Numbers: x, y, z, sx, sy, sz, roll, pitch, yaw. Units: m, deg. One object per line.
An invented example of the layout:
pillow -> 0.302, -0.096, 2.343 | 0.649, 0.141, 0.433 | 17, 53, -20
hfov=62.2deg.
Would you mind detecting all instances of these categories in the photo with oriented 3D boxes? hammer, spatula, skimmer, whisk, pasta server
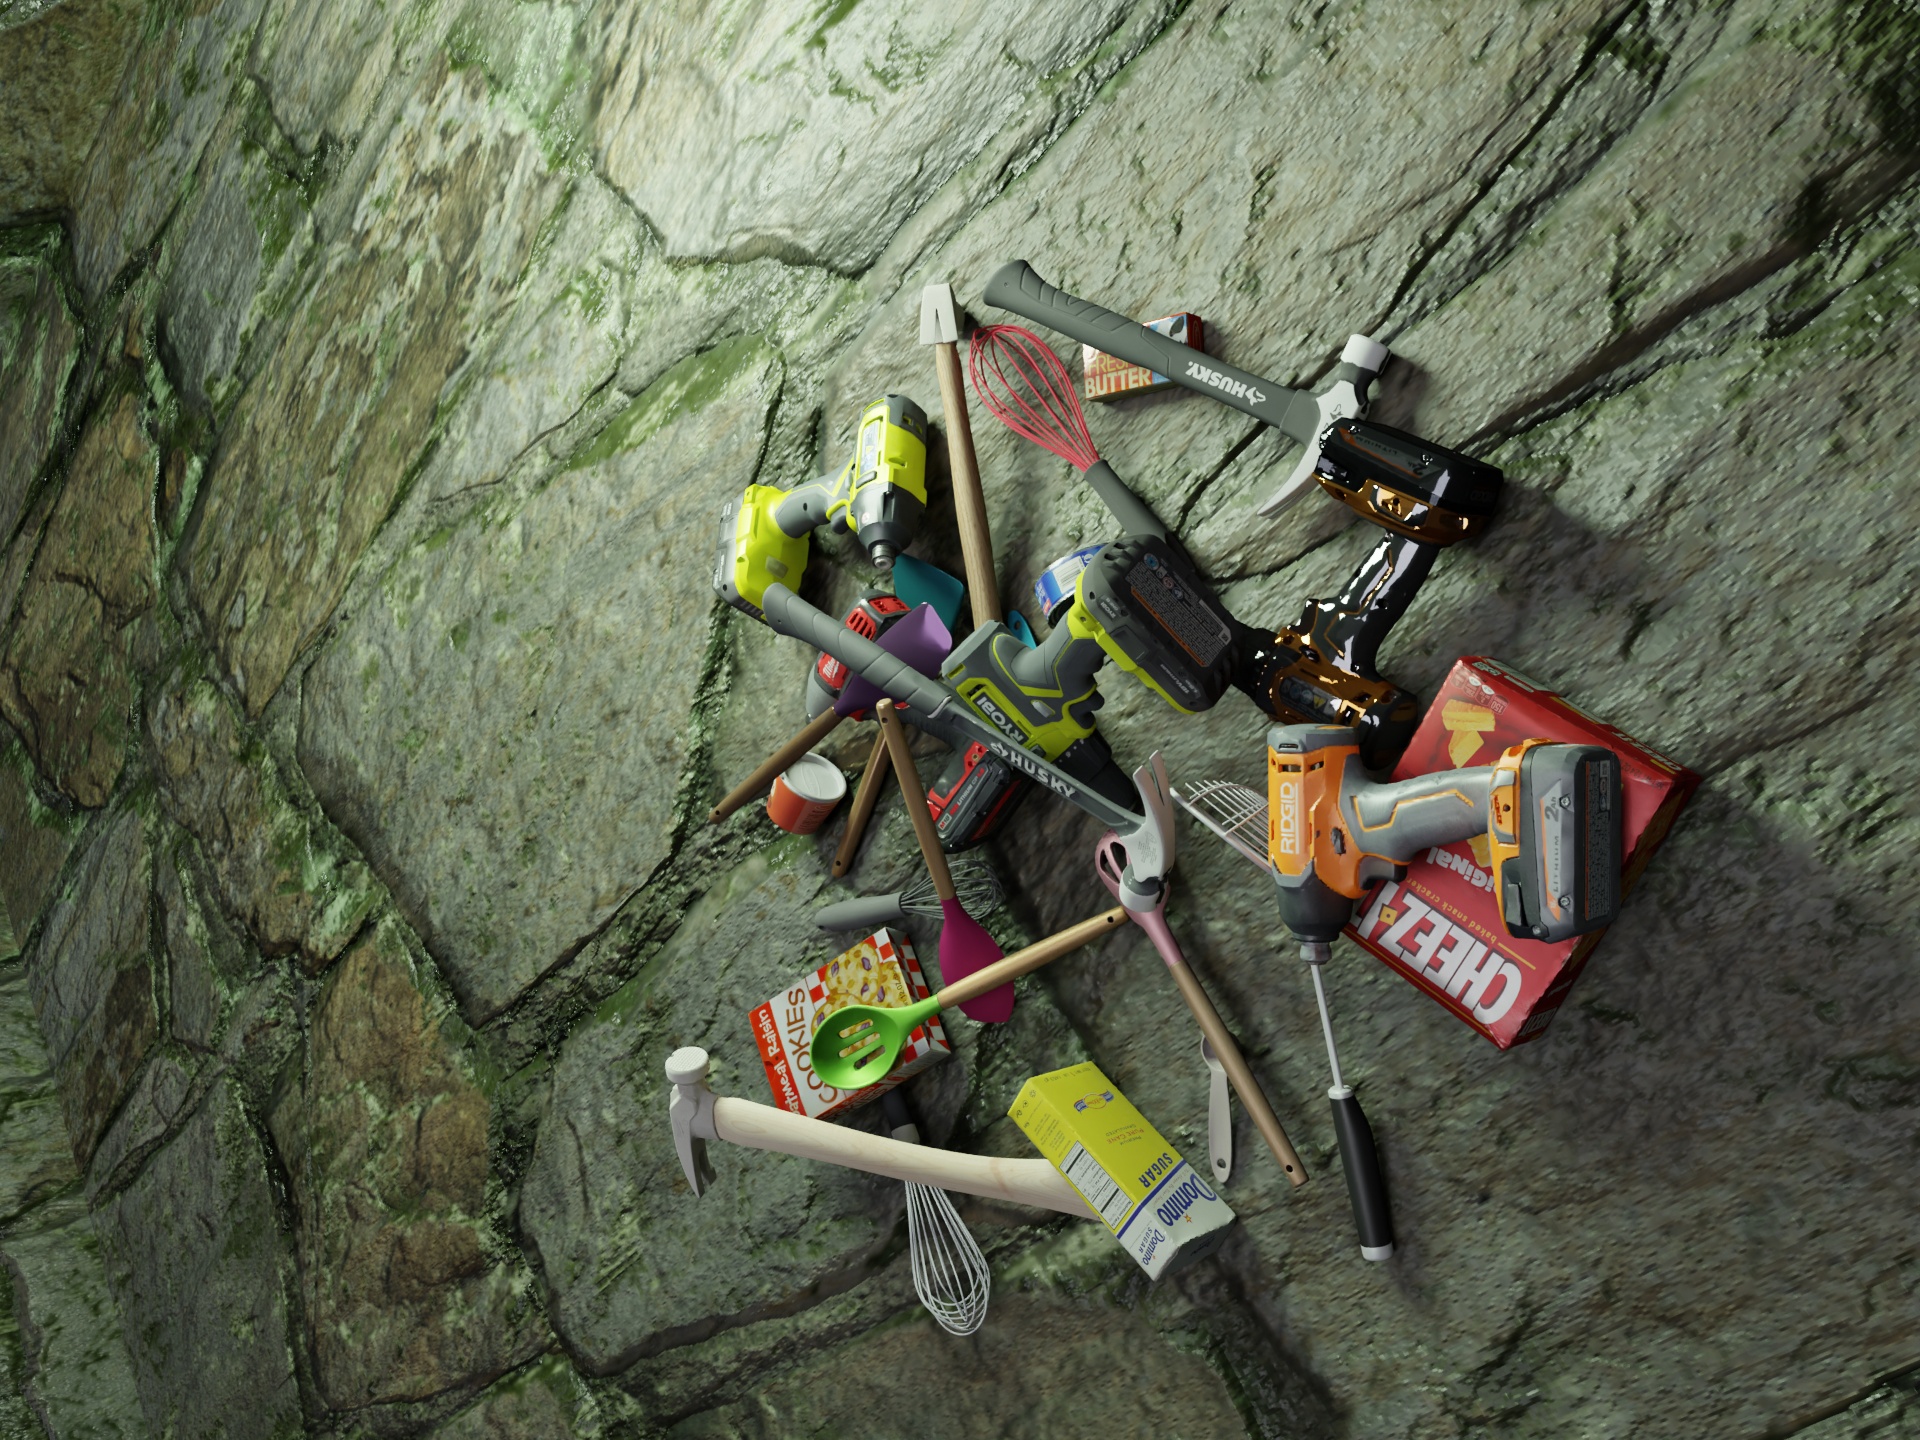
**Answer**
hammer -> 0.005, -0.207, 1.358 | 0.031, 0.130, 0.331 | -8, 92, 6
spatula -> -0.069, 0.004, 1.444 | 0.082, 0.044, 0.317 | 28, 109, 25
hammer -> 0.153, -0.278, 1.234 | 0.335, 0.035, 0.146 | 31, 104, 26
hammer -> -0.002, -0.004, 1.252 | 0.409, 0.036, 0.149 | 32, 144, 24
skimmer -> 0.235, 0.217, 1.162 | 0.090, 0.127, 0.363 | -13, 88, 7
whisk -> 0.098, -0.219, 1.300 | 0.073, 0.073, 0.296 | -48, 67, 29
spatula -> -0.119, 0.007, 1.373 | 0.316, 0.018, 0.060 | -38, 77, 31
pasta server -> 0.185, 0.211, 1.226 | 0.060, 0.040, 0.316 | -44, 61, 30
whisk -> -0.039, 0.400, 1.411 | 0.070, 0.070, 0.285 | -38, 61, 33
hammer -> -0.064, 0.380, 1.359 | 0.411, 0.038, 0.146 | 5, 115, 22
whisk -> -0.052, 0.164, 1.428 | 0.239, 0.055, 0.055 | -17, 79, 42

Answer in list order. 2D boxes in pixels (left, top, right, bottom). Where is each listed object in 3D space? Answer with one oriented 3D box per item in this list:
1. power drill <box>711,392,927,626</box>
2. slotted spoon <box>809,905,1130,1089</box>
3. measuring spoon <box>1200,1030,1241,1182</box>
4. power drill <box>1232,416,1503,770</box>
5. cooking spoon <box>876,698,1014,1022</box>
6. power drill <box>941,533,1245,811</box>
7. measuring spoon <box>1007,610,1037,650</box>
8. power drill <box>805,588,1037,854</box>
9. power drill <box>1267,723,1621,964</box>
power drill -> -0.123, -0.179, 1.442 | 0.223, 0.080, 0.171 | -24, 50, 37
slotted spoon -> 0.007, 0.229, 1.343 | 0.314, 0.031, 0.070 | -29, 81, 18
measuring spoon -> 0.206, 0.298, 1.238 | 0.034, 0.018, 0.124 | 5, 100, 41
power drill -> 0.269, -0.101, 1.148 | 0.185, 0.084, 0.226 | 32, 114, 37
cooking spoon -> -0.018, 0.125, 1.325 | 0.069, 0.017, 0.318 | -4, 116, 29
power drill -> 0.109, -0.025, 1.218 | 0.190, 0.080, 0.228 | 46, 141, -5
measuring spoon -> 0.070, -0.041, 1.352 | 0.042, 0.021, 0.129 | -40, 57, 30
power drill -> -0.042, 0.005, 1.374 | 0.220, 0.078, 0.143 | 45, 118, 18
power drill -> 0.300, 0.086, 1.027 | 0.226, 0.084, 0.164 | 2, 93, 45
